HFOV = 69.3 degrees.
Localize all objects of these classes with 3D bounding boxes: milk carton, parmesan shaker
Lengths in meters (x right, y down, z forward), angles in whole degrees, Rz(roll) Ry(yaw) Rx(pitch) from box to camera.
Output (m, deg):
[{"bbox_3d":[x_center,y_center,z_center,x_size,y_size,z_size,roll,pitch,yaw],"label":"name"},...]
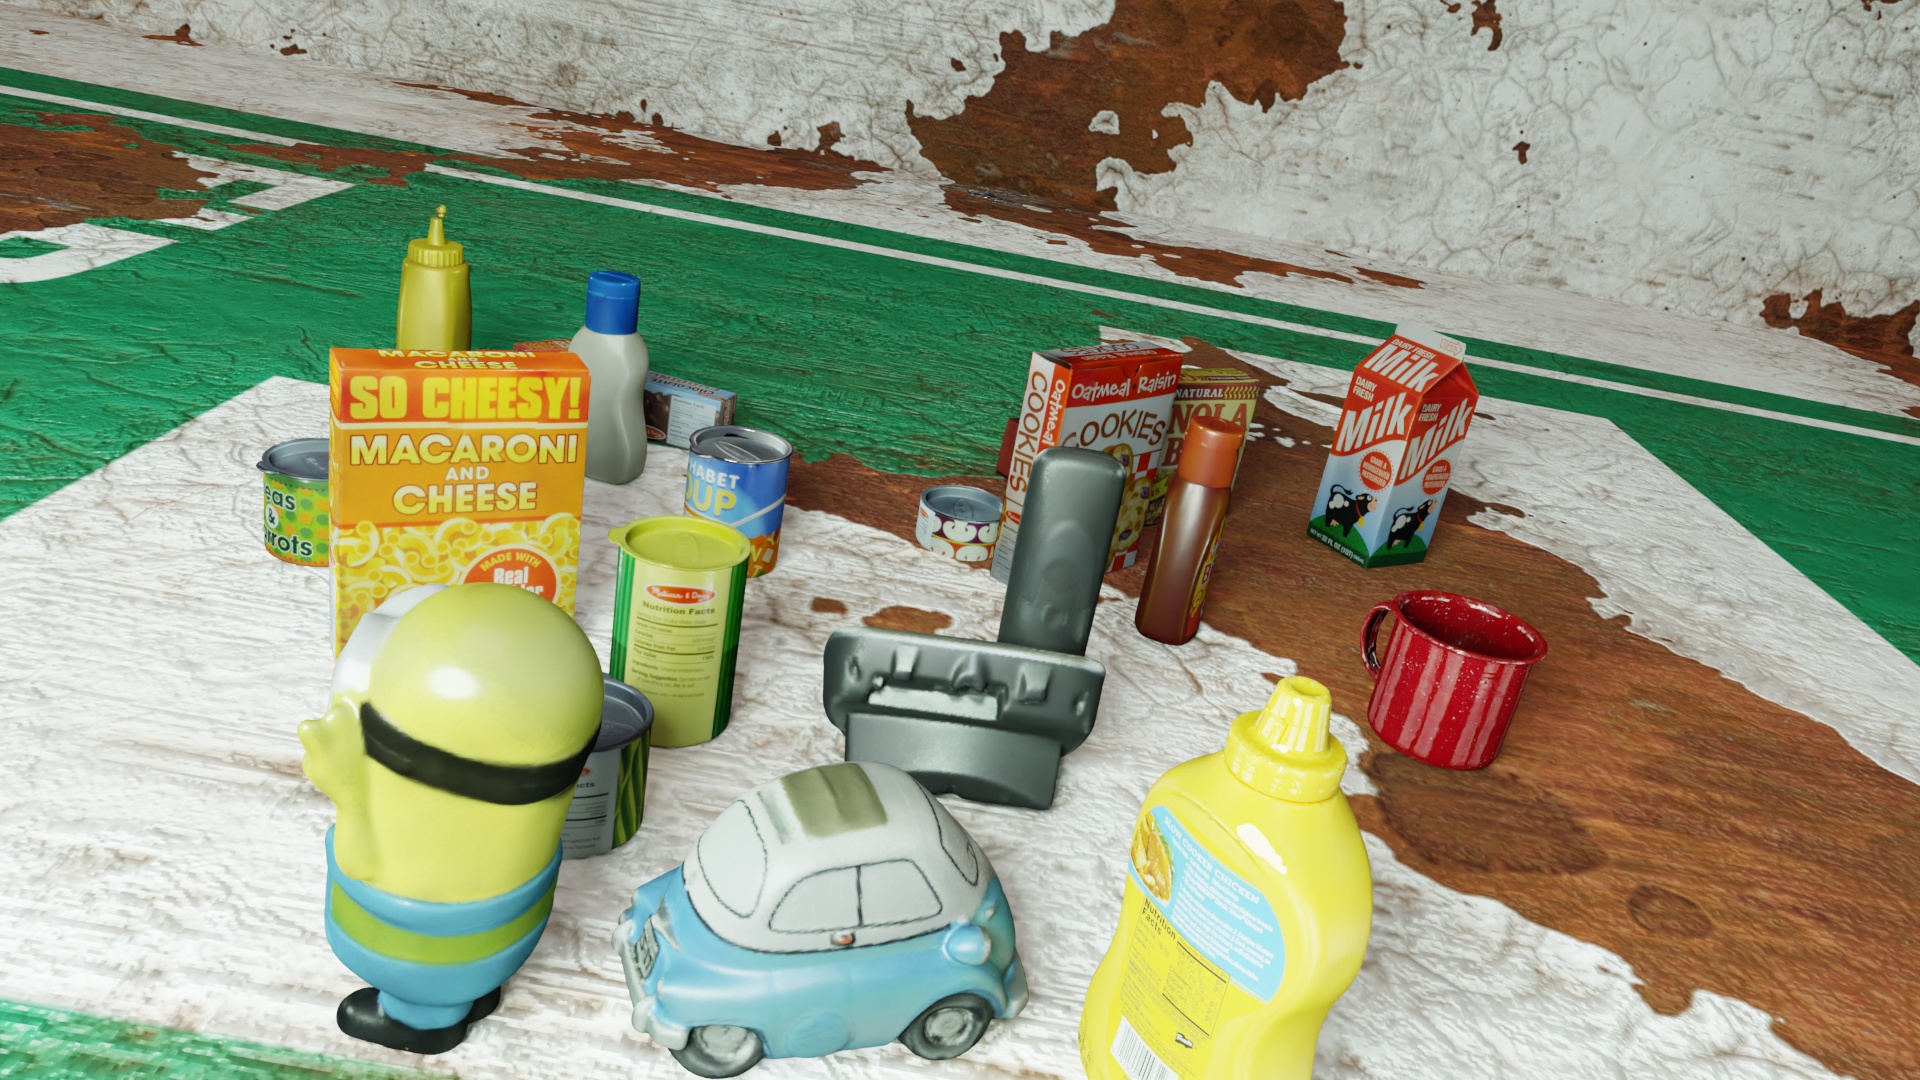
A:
[{"bbox_3d":[0.353,-0.078,1.122,0.073,0.189,0.072,-4,27,-33],"label":"milk carton"},{"bbox_3d":[-0.150,0.046,0.718,0.071,0.102,0.071,9,22,-4],"label":"parmesan shaker"}]

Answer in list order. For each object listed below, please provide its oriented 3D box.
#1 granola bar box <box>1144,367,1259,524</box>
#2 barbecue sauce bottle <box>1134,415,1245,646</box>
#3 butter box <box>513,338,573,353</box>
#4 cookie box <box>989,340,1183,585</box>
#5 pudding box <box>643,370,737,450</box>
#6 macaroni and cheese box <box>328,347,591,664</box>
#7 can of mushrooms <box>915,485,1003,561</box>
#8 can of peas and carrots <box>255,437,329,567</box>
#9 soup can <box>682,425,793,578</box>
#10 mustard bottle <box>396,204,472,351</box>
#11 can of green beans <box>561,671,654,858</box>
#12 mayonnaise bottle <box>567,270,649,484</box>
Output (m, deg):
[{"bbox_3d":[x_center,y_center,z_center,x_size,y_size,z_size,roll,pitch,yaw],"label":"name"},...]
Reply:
[{"bbox_3d":[0.154,-0.075,1.112,0.166,0.123,0.039,-4,26,-32],"label":"granola bar box"},{"bbox_3d":[0.152,-0.008,0.921,0.044,0.148,0.065,16,23,12],"label":"barbecue sauce bottle"},{"bbox_3d":[-0.317,-0.139,1.146,0.104,0.053,0.024,-13,32,-44],"label":"butter box"},{"bbox_3d":[0.089,-0.053,0.975,0.123,0.166,0.040,-13,32,-44],"label":"cookie box"},{"bbox_3d":[-0.224,-0.102,1.103,0.084,0.049,0.030,15,23,10],"label":"pudding box"},{"bbox_3d":[-0.266,-0.018,0.734,0.124,0.165,0.040,-3,26,-31],"label":"macaroni and cheese box"},{"bbox_3d":[0.004,-0.013,1.015,0.071,0.033,0.071,9,23,-4],"label":"can of mushrooms"},{"bbox_3d":[-0.384,-0.023,0.833,0.071,0.058,0.071,9,22,-4],"label":"can of peas and carrots"},{"bbox_3d":[-0.150,-0.025,0.911,0.071,0.083,0.071,9,22,-4],"label":"soup can"},{"bbox_3d":[-0.402,-0.178,1.063,0.049,0.159,0.065,9,22,-5],"label":"mustard bottle"},{"bbox_3d":[-0.175,0.102,0.633,0.071,0.057,0.071,9,22,-4],"label":"can of green beans"},{"bbox_3d":[-0.254,-0.118,1.001,0.065,0.147,0.041,17,23,16],"label":"mayonnaise bottle"}]
